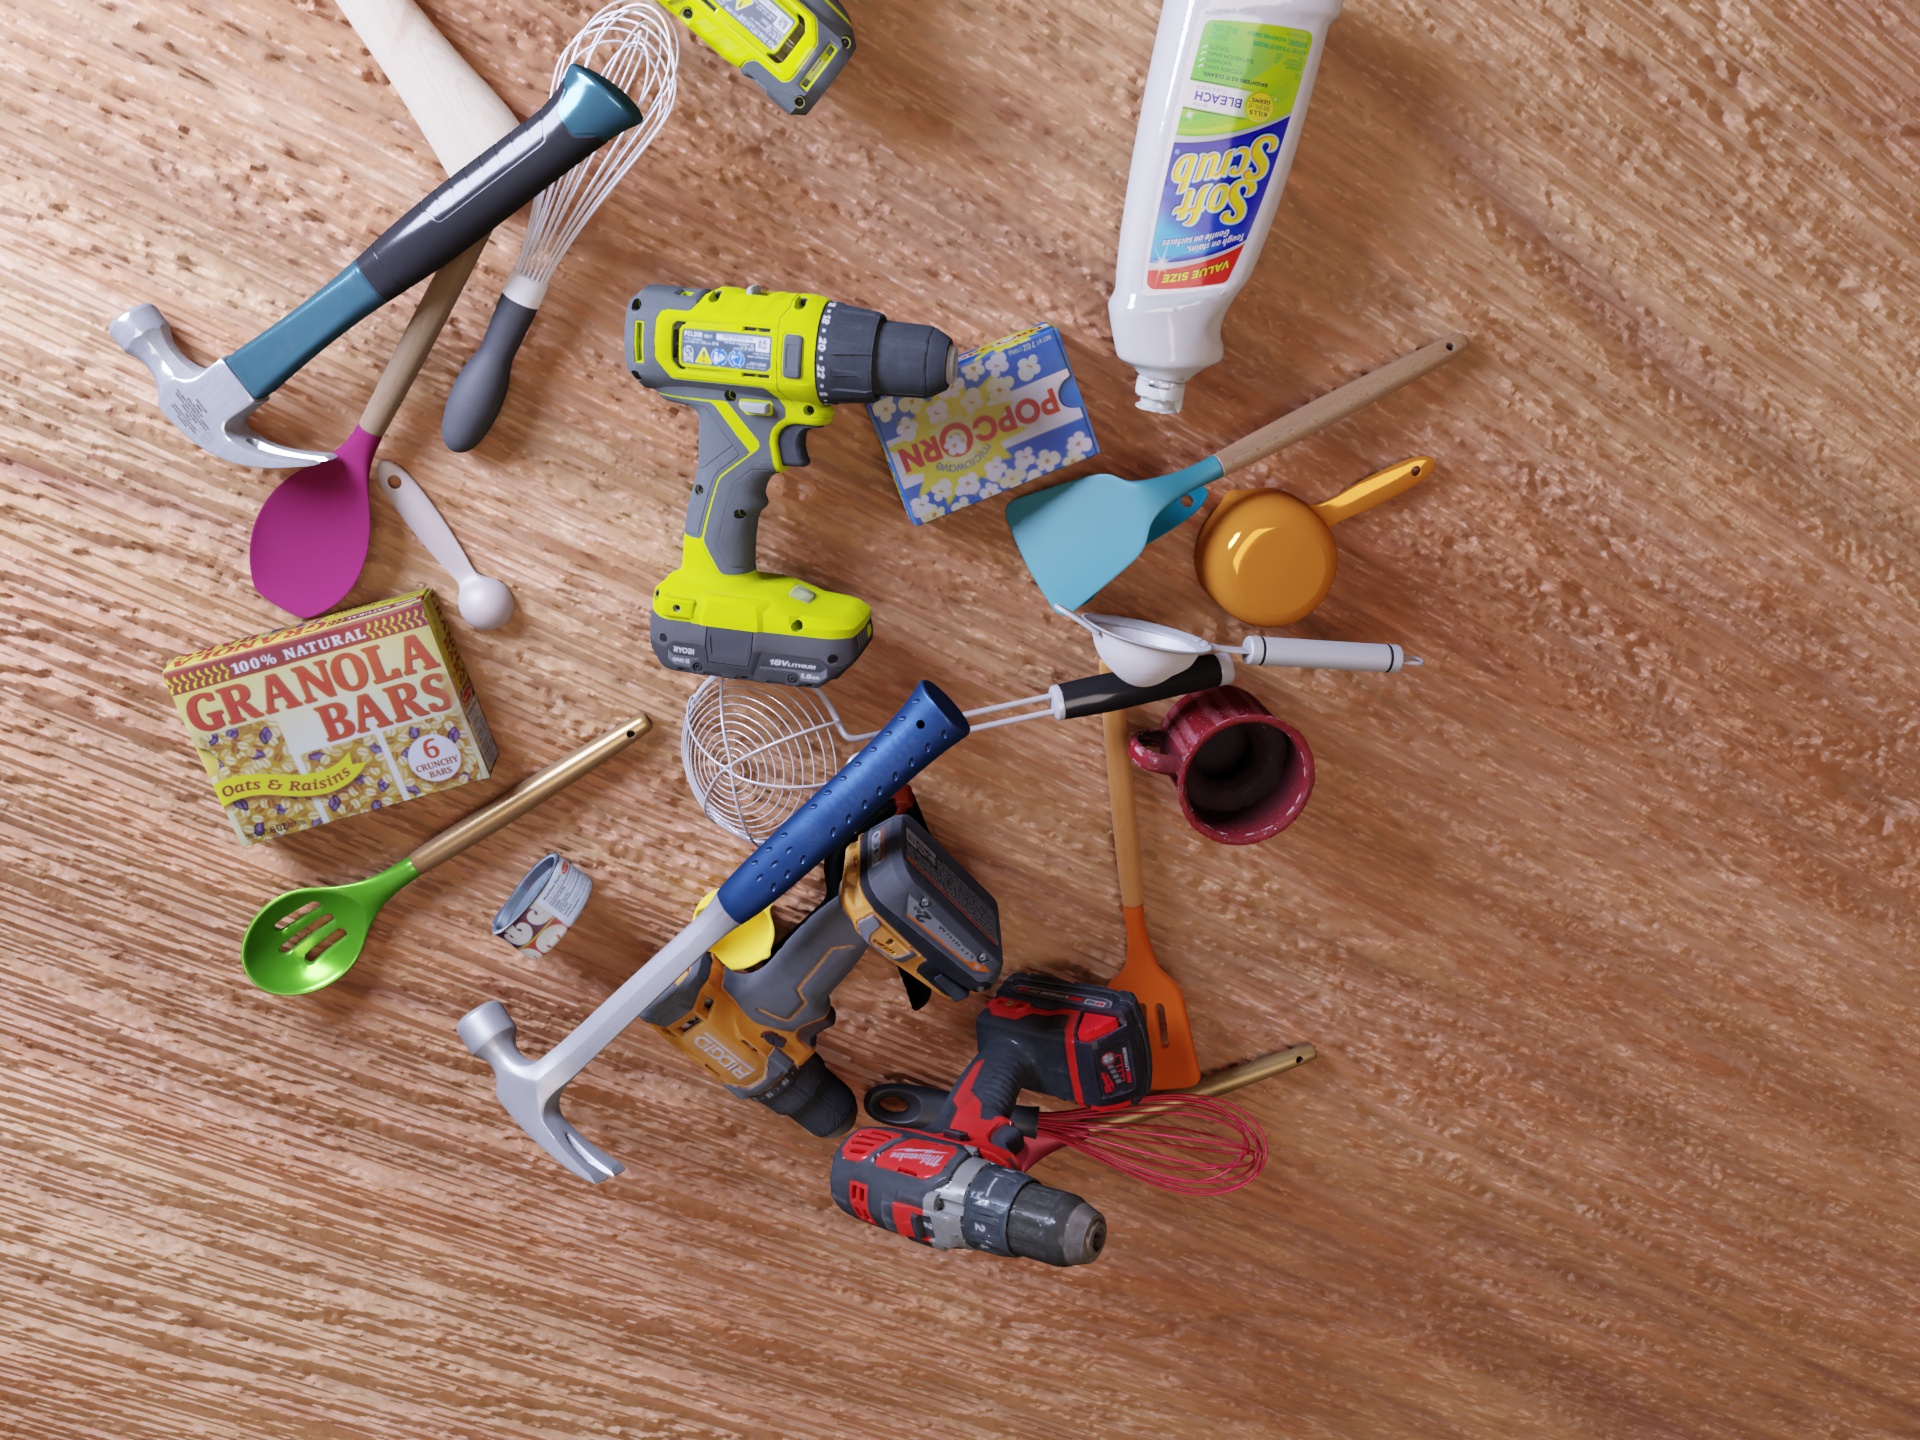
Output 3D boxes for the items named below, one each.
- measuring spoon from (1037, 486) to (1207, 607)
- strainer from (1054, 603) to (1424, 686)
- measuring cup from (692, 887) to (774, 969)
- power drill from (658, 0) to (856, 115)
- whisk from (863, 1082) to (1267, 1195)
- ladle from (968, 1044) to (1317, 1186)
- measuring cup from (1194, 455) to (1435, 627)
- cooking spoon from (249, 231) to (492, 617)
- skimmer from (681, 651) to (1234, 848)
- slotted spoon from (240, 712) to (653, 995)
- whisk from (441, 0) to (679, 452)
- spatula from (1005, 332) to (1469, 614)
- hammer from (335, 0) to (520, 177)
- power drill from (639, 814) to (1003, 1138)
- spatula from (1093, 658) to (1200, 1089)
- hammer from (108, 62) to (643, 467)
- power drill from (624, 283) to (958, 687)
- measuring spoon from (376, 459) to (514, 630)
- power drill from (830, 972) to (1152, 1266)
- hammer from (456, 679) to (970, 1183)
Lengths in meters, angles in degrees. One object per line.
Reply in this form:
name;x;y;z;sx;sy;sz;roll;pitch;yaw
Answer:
measuring spoon;0.107;-0.117;1.048;0.128;0.021;0.042;-32;87;-4
strainer;0.182;-0.043;1.029;0.258;0.087;0.050;3;106;-12
measuring cup;-0.127;0.103;1.091;0.062;0.029;0.156;35;100;-19
power drill;-0.084;-0.468;0.848;0.171;0.080;0.223;37;101;-19
whisk;0.075;0.296;1.157;0.296;0.073;0.073;7;110;4
ladle;0.120;0.299;1.200;0.315;0.031;0.069;-18;103;-3
measuring cup;0.240;-0.124;1.041;0.173;0.052;0.095;-28;112;5
cooking spoon;-0.336;-0.192;0.937;0.068;0.017;0.319;33;110;-9
skimmer;-0.002;-0.003;1.055;0.363;0.090;0.127;-12;98;-11
slotted spoon;-0.337;0.083;1.053;0.314;0.031;0.070;-32;112;3
whisk;-0.238;-0.278;0.915;0.070;0.070;0.284;26;110;-16
spatula;0.185;-0.174;1.025;0.317;0.044;0.082;-27;86;-5
hammer;-0.372;-0.464;0.835;0.146;0.038;0.410;-28;112;4
power drill;-0.077;0.185;1.069;0.226;0.084;0.185;-34;118;18
spatula;0.119;0.111;1.120;0.081;0.041;0.322;-2;111;16
hammer;-0.317;-0.254;0.883;0.331;0.033;0.128;-30;103;16
power drill;-0.103;-0.142;0.956;0.190;0.080;0.228;7;110;7
measuring spoon;-0.322;-0.107;0.986;0.034;0.018;0.124;-31;111;4
power drill;0.047;0.266;1.048;0.188;0.227;0.080;5;117;34
hammer;-0.147;0.128;0.995;0.405;0.035;0.144;-43;76;16
